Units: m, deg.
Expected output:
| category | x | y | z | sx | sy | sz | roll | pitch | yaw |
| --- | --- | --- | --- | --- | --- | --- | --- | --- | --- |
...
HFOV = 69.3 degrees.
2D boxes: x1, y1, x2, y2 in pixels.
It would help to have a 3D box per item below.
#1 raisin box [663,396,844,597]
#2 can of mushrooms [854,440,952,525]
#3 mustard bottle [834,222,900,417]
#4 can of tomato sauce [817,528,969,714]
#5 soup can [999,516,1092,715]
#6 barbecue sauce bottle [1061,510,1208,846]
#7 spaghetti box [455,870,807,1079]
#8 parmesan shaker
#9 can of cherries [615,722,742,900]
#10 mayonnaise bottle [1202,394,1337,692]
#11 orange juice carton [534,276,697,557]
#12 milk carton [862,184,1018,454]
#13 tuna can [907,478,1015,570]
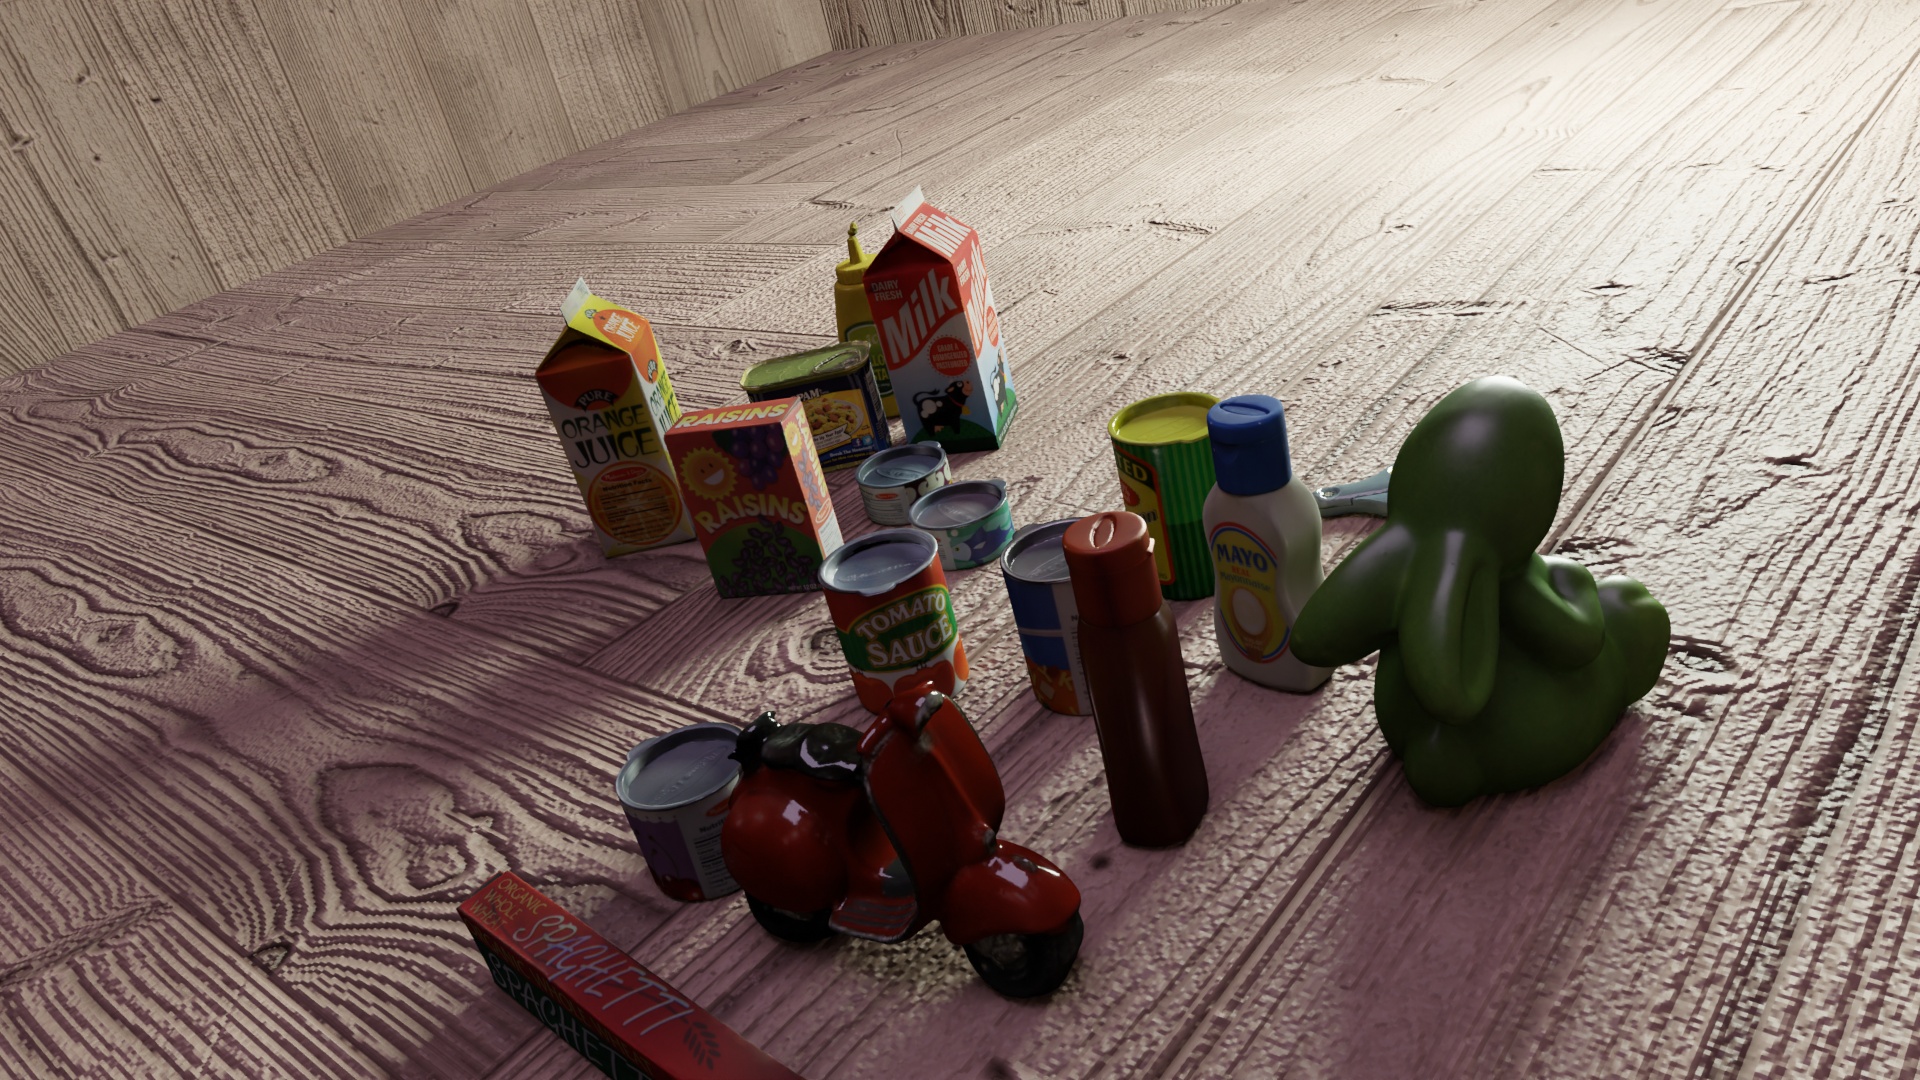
| category | x | y | z | sx | sy | sz | roll | pitch | yaw |
| --- | --- | --- | --- | --- | --- | --- | --- | --- | --- |
| raisin box | -0.131 | -0.027 | 0.905 | 0.086 | 0.123 | 0.040 | -5 | 28 | 19 |
| can of mushrooms | -0.037 | -0.041 | 0.985 | 0.071 | 0.033 | 0.071 | -12 | 27 | 6 |
| mustard bottle | -0.072 | -0.178 | 1.124 | 0.065 | 0.159 | 0.049 | -8 | 27 | 13 |
| can of tomato sauce | -0.035 | 0.046 | 0.763 | 0.071 | 0.082 | 0.071 | -12 | 27 | 6 |
| soup can | 0.060 | 0.038 | 0.730 | 0.071 | 0.083 | 0.072 | -12 | 27 | 6 |
| barbecue sauce bottle | 0.077 | 0.059 | 0.611 | 0.043 | 0.148 | 0.065 | -5 | 28 | 18 |
| spaghetti box | -0.126 | 0.198 | 0.555 | 0.250 | 0.050 | 0.029 | 14 | 38 | 43 |
| parmesan shaker | 0.127 | -0.024 | 0.795 | 0.071 | 0.102 | 0.071 | -12 | 27 | 6 |
| can of cherries | -0.127 | 0.130 | 0.675 | 0.071 | 0.058 | 0.072 | -12 | 27 | 6 |
| mayonnaise bottle | 0.149 | 0.002 | 0.685 | 0.041 | 0.147 | 0.065 | -33 | 32 | -32 |
| orange juice carton | -0.250 | -0.092 | 1.011 | 0.073 | 0.191 | 0.072 | -12 | 27 | 6 |
| milk carton | -0.017 | -0.164 | 1.036 | 0.073 | 0.189 | 0.073 | -5 | 28 | 19 |
| tuna can | 0.003 | -0.011 | 0.909 | 0.071 | 0.032 | 0.071 | -12 | 27 | 6 |
